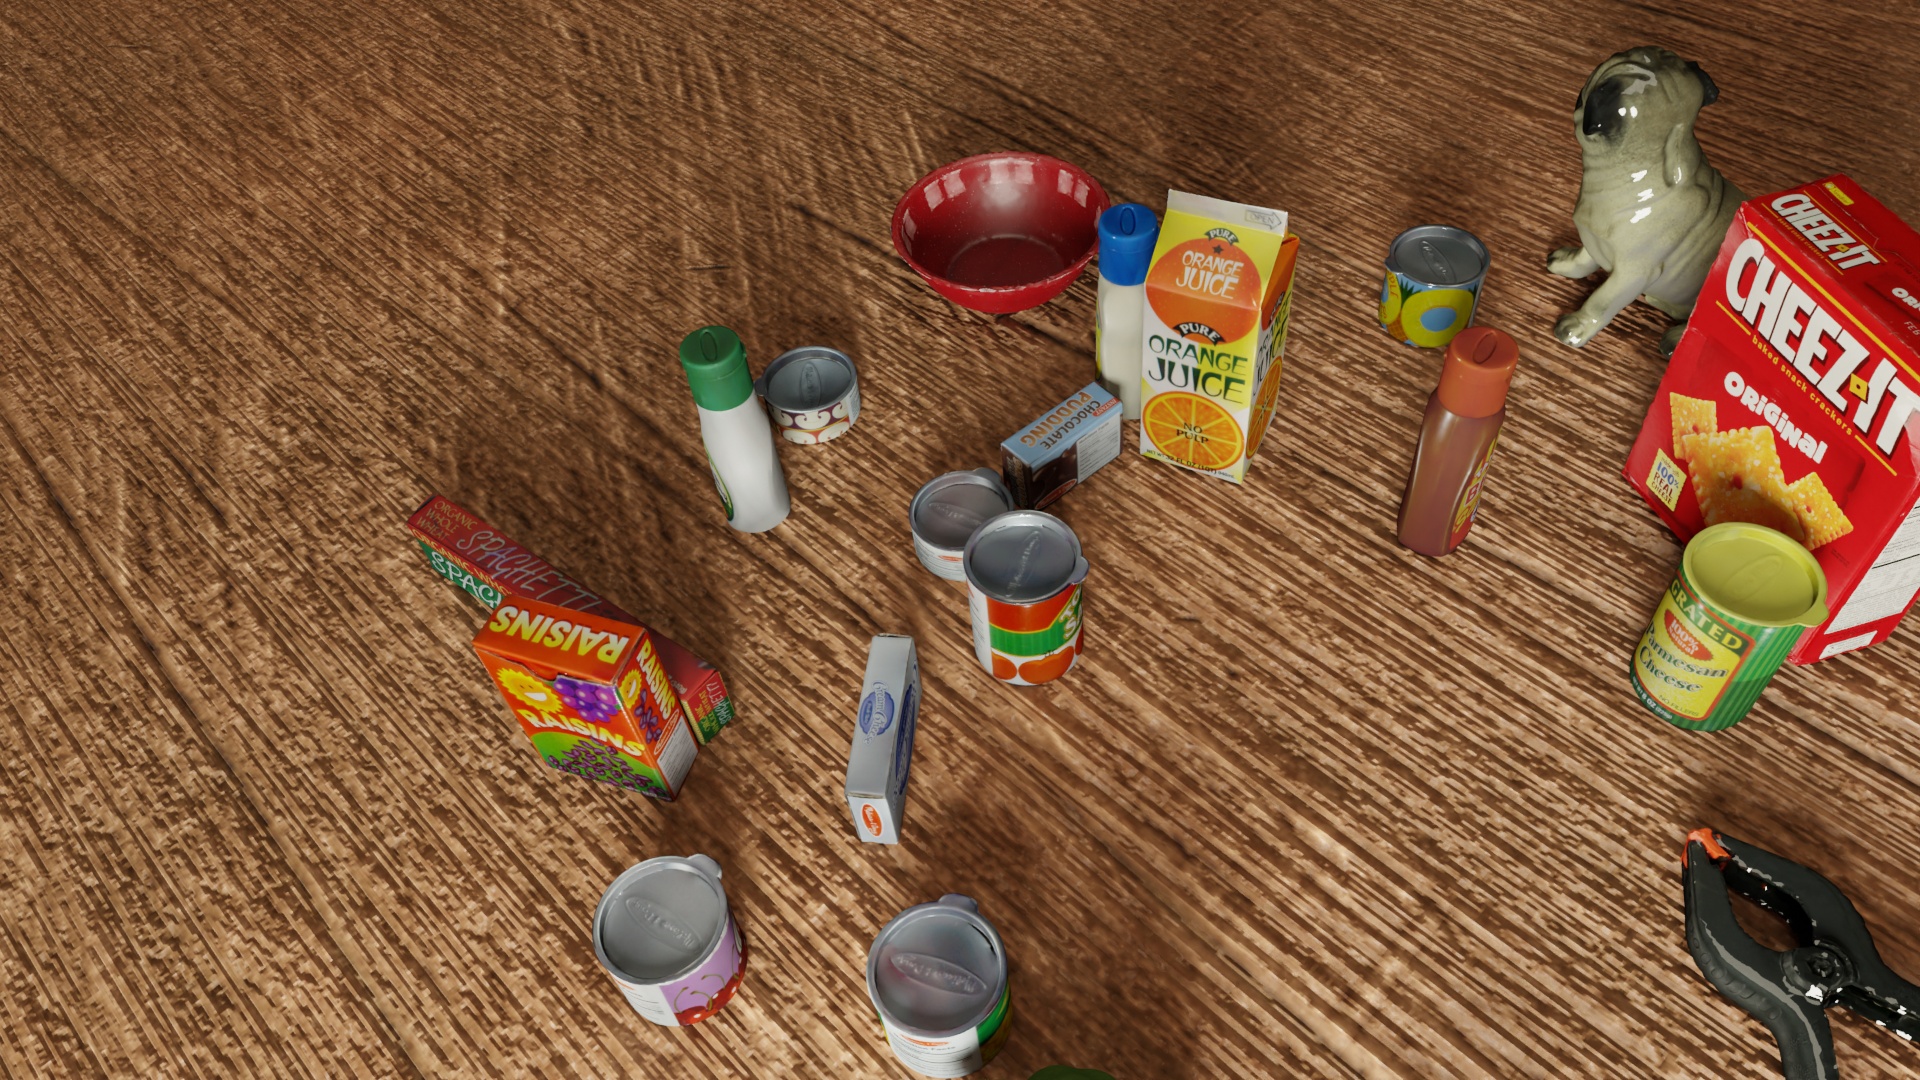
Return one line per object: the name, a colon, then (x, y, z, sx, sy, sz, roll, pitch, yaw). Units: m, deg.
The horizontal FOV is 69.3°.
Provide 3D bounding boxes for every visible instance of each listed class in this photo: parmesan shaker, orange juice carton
parmesan shaker: (0.405, 0.050, 0.736, 0.071, 0.102, 0.072, -3, 50, 4)
orange juice carton: (0.157, -0.130, 0.852, 0.072, 0.191, 0.073, 19, 55, 20)

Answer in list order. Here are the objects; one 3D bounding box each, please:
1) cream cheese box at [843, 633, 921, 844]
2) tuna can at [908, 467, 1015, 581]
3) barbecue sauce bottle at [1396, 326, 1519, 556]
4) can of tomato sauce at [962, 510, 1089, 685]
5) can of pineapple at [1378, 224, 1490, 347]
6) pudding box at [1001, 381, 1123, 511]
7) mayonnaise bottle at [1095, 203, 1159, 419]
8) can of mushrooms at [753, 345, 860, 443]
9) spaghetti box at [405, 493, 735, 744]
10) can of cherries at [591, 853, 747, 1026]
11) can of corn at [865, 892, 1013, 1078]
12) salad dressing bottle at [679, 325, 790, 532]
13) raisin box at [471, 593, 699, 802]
cream cheese box: (-0.041, 0.108, 0.764, 0.024, 0.053, 0.104, 2, 51, 8)
tuna can: (0.003, -0.011, 0.872, 0.071, 0.032, 0.071, -3, 50, 3)
barbecue sauce bottle: (0.289, -0.058, 0.808, 0.044, 0.147, 0.065, 23, 56, 23)
can of tomato sauce: (0.040, 0.034, 0.798, 0.071, 0.082, 0.071, -3, 50, 4)
can of pineapple: (0.324, -0.176, 0.961, 0.071, 0.057, 0.071, -3, 50, 3)
pudding box: (0.066, -0.059, 0.895, 0.084, 0.049, 0.030, -35, 56, -22)
mayonnaise bottle: (0.107, -0.149, 0.902, 0.041, 0.147, 0.065, 0, 51, 6)
can of mushrooms: (-0.105, -0.100, 0.957, 0.071, 0.033, 0.071, -3, 50, 3)
spaghetti box: (-0.240, 0.044, 0.840, 0.250, 0.050, 0.029, 27, 58, 25)
can of cherries: (-0.141, 0.199, 0.695, 0.071, 0.058, 0.072, -3, 50, 3)
can of corn: (-0.008, 0.215, 0.669, 0.071, 0.058, 0.071, -3, 50, 3)
salad dressing bottle: (-0.139, -0.067, 0.859, 0.044, 0.146, 0.064, -15, 51, -6)
raisin box: (-0.200, 0.087, 0.752, 0.086, 0.122, 0.040, 13, 53, 16)
